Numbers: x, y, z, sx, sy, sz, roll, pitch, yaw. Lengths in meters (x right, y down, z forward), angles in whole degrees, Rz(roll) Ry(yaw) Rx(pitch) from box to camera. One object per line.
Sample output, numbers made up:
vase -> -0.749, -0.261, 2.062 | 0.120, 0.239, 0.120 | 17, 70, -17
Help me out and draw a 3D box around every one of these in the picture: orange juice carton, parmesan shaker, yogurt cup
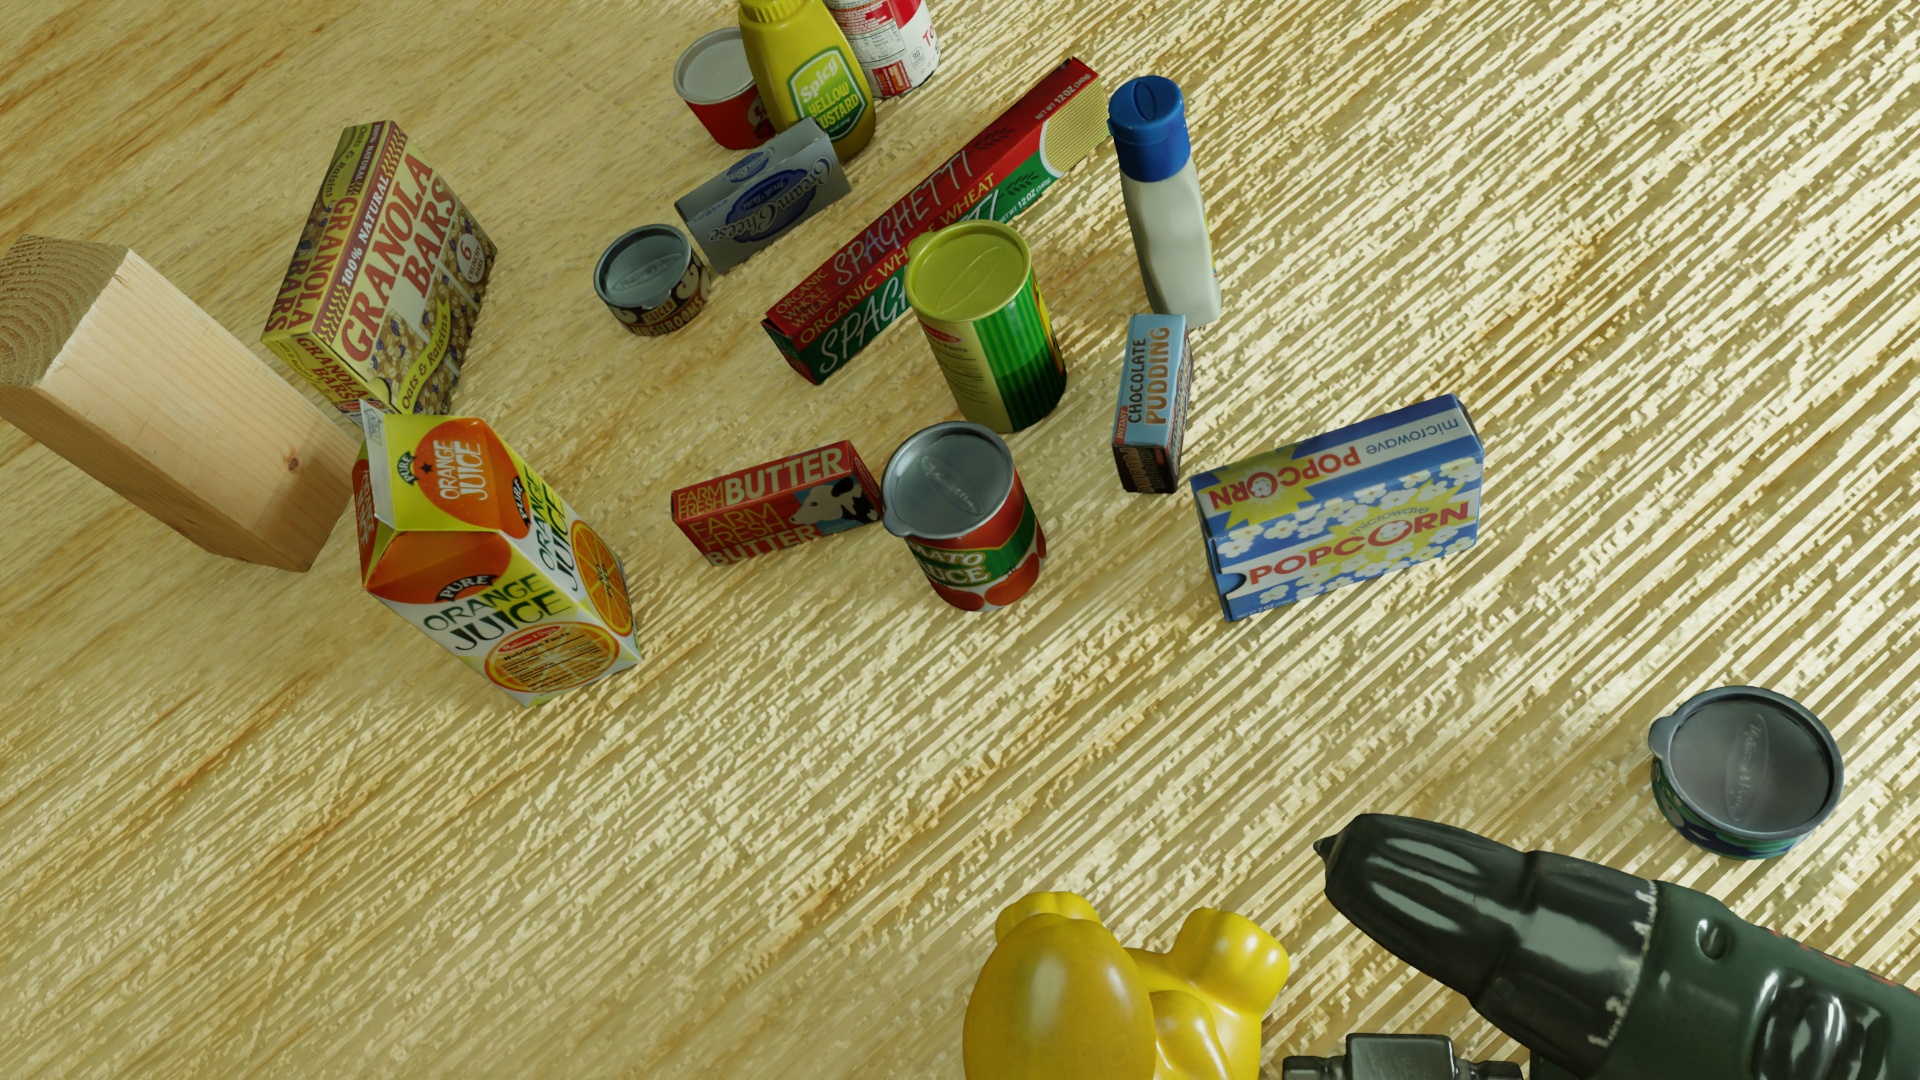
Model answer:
orange juice carton -> -0.239, 0.007, 0.696 | 0.073, 0.192, 0.072 | -23, 57, 3
parmesan shaker -> 0.014, -0.114, 0.744 | 0.071, 0.102, 0.071 | -7, 60, 13
yogurt cup -> -0.151, -0.300, 0.929 | 0.072, 0.053, 0.073 | -7, 59, 13

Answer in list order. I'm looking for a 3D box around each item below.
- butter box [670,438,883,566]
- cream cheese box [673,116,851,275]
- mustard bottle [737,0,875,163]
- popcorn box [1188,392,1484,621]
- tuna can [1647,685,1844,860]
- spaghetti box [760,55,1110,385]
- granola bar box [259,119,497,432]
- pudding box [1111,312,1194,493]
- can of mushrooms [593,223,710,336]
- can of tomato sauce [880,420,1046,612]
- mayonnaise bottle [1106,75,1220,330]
butter box -> -0.099, -0.019, 0.753 | 0.103, 0.053, 0.024 | -16, 58, 8
cream cheese box -> -0.123, -0.216, 0.873 | 0.104, 0.053, 0.024 | -34, 57, -4
mustard bottle -> -0.101, -0.301, 0.852 | 0.065, 0.159, 0.049 | -38, 58, -7
popcorn box -> 0.176, -0.013, 0.649 | 0.127, 0.085, 0.038 | -18, 58, 6
tuna can -> 0.320, 0.096, 0.574 | 0.071, 0.032, 0.071 | -7, 59, 13
spaghetti box -> -0.010, -0.190, 0.826 | 0.250, 0.050, 0.029 | -42, 58, -9
granola bar box -> -0.355, -0.157, 0.866 | 0.039, 0.123, 0.166 | -3, 60, 15
pudding box -> 0.101, -0.072, 0.726 | 0.030, 0.049, 0.084 | 3, 62, 18
can of mushrooms -> -0.193, -0.162, 0.875 | 0.071, 0.033, 0.071 | -7, 59, 13
can of tomato sauce -> 0.002, -0.009, 0.699 | 0.071, 0.082, 0.071 | -7, 60, 13
mayonnaise bottle -> 0.107, -0.175, 0.725 | 0.041, 0.147, 0.065 | -15, 58, 8
